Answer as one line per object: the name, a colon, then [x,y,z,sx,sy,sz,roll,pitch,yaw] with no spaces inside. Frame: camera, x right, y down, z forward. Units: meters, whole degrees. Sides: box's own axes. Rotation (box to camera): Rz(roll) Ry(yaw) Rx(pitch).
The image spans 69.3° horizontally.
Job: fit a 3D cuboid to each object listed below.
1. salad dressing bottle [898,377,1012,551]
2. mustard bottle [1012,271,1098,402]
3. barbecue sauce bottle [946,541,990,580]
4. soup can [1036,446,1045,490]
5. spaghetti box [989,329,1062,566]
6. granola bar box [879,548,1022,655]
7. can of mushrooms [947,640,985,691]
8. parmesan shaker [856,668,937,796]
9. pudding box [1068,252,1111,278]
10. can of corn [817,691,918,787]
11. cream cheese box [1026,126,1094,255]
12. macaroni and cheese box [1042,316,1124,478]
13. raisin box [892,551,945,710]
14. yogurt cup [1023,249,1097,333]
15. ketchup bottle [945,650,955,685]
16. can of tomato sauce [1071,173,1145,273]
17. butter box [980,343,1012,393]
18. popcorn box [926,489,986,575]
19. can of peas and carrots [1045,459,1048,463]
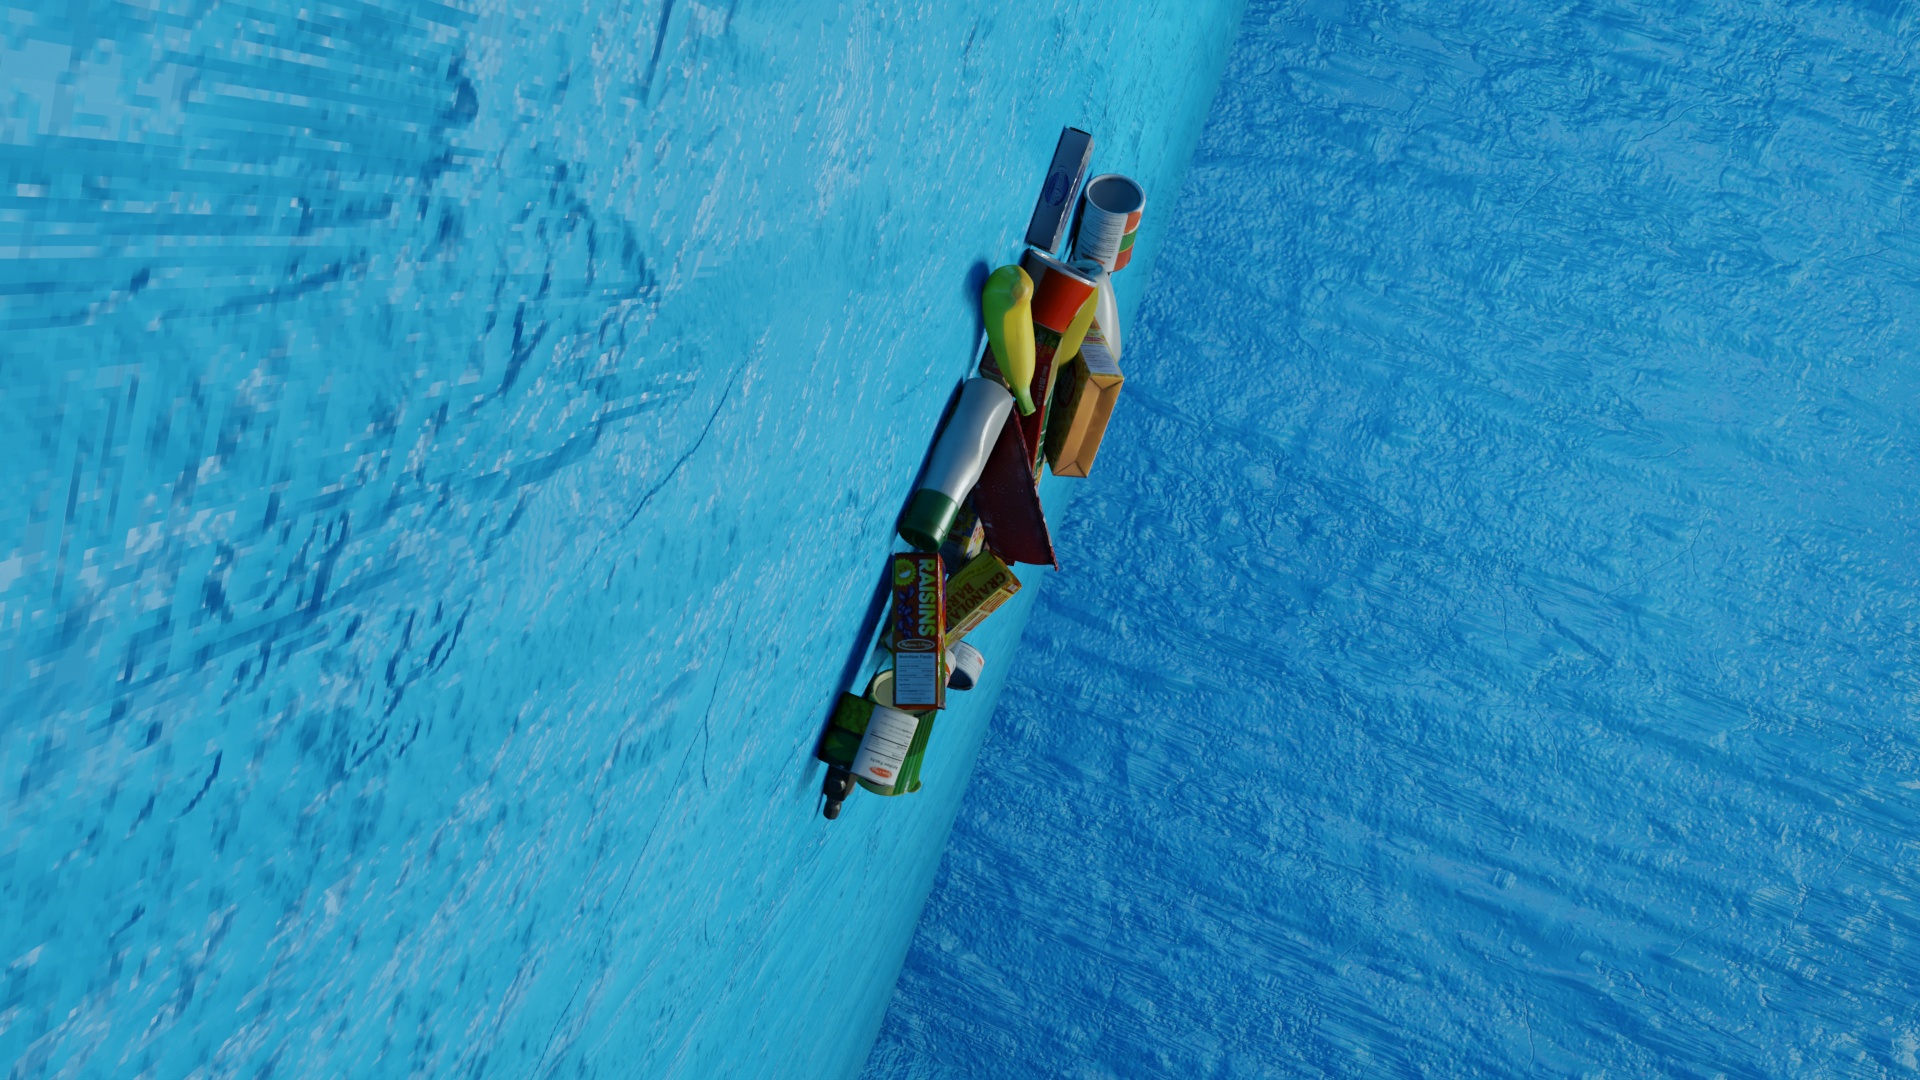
salad dressing bottle: [-0.004,-0.061,1.113,0.064,0.044,0.148,100,14,-64]
mustard bottle: [0.077,-0.182,1.315,0.049,0.065,0.159,-12,132,-51]
barbecue sauce bottle: [0.020,0.003,1.498,0.064,0.044,0.149,122,-10,-79]
soup can: [0.047,-0.066,1.428,0.083,0.071,0.072,100,13,-54]
spaghetti box: [0.060,-0.082,1.321,0.050,0.029,0.248,-65,168,-49]
granola bar box: [-0.005,0.064,1.280,0.124,0.039,0.165,-40,173,1]
can of mushrooms: [-0.010,0.142,1.591,0.070,0.071,0.033,99,13,-59]
parmesan shaker: [-0.057,0.176,1.270,0.072,0.071,0.102,-60,169,-54]
pudding box: [0.146,-0.309,1.550,0.030,0.050,0.083,16,95,-85]
can of corn: [-0.075,0.158,1.114,0.071,0.071,0.058,69,41,-80]
cream cheese box: [0.087,-0.301,1.203,0.053,0.024,0.103,-40,150,-79]
macaroni and cheese box: [0.106,-0.163,1.387,0.167,0.040,0.123,-106,-154,-46]
raisin box: [-0.033,0.075,1.130,0.086,0.040,0.123,66,24,-80]
yogurt cup: [0.080,-0.220,1.231,0.053,0.072,0.072,-63,175,15]
ketchup bottle: [-0.037,0.150,1.482,0.149,0.043,0.064,-48,158,-74]
can of tomato sauce: [0.158,-0.339,1.478,0.082,0.071,0.071,100,13,-55]
butter box: [0.041,-0.164,1.242,0.103,0.024,0.053,33,77,-83]
popcorn box: [0.005,-0.017,1.334,0.127,0.038,0.085,-33,142,-79]
can of peas and carrots: [0.086,-0.123,1.556,0.058,0.071,0.071,84,27,-74]
